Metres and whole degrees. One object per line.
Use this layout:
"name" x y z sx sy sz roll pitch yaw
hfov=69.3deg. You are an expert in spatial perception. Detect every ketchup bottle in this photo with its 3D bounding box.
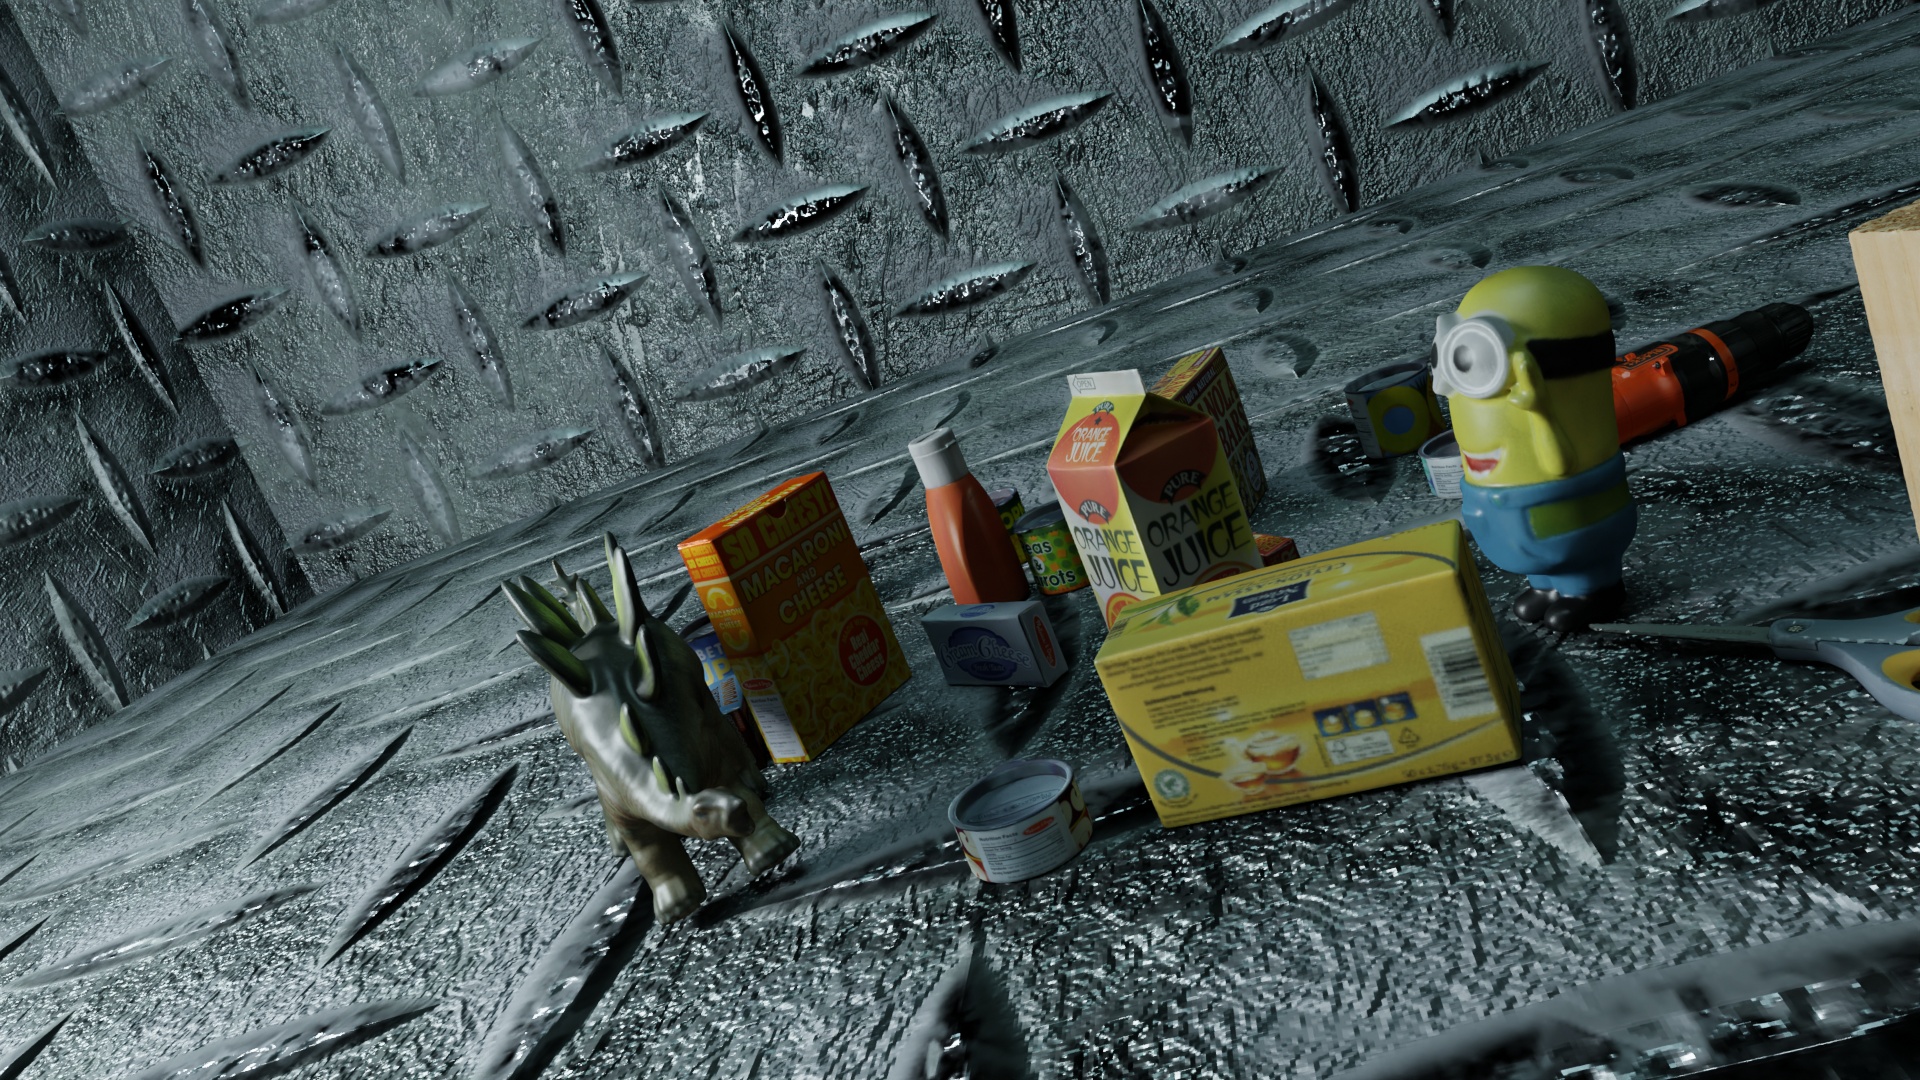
"ketchup bottle" 0.004 -0.014 1.079 0.043 0.148 0.065 -10 18 43

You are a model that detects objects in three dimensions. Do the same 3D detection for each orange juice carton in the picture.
"orange juice carton" 0.113 -0.007 0.790 0.073 0.192 0.072 -28 14 -23

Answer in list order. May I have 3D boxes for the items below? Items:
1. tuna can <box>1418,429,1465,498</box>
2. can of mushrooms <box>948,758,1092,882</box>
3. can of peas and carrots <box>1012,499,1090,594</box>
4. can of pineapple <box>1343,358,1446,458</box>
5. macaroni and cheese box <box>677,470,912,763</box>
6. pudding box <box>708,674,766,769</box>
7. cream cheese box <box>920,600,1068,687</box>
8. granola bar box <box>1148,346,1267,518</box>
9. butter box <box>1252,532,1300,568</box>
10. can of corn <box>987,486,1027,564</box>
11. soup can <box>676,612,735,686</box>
"tuna can" 0.353 -0.057 0.955 0.071 0.032 0.071 -21 13 5
"can of mushrooms" 0.030 0.138 0.693 0.071 0.033 0.071 -21 13 5
"can of peas and carrots" 0.080 0.004 1.086 0.071 0.058 0.071 -21 13 5
"can of pineapple" 0.345 -0.104 1.097 0.071 0.057 0.071 -21 13 5
"macaroni and cheese box" -0.110 0.051 0.966 0.040 0.166 0.124 -11 17 39
"pudding box" -0.159 0.130 0.984 0.030 0.049 0.084 -22 13 -3
"cream cheese box" 0.021 0.070 0.932 0.024 0.053 0.103 -32 17 -37
"granola bar box" 0.183 -0.066 1.057 0.039 0.124 0.166 -15 15 29
"butter box" 0.180 0.022 0.874 0.024 0.053 0.103 -26 14 -17
"can of corn" 0.030 -0.007 1.210 0.071 0.058 0.071 -21 13 5
"soup can" -0.173 0.098 1.058 0.071 0.083 0.071 -21 13 5
